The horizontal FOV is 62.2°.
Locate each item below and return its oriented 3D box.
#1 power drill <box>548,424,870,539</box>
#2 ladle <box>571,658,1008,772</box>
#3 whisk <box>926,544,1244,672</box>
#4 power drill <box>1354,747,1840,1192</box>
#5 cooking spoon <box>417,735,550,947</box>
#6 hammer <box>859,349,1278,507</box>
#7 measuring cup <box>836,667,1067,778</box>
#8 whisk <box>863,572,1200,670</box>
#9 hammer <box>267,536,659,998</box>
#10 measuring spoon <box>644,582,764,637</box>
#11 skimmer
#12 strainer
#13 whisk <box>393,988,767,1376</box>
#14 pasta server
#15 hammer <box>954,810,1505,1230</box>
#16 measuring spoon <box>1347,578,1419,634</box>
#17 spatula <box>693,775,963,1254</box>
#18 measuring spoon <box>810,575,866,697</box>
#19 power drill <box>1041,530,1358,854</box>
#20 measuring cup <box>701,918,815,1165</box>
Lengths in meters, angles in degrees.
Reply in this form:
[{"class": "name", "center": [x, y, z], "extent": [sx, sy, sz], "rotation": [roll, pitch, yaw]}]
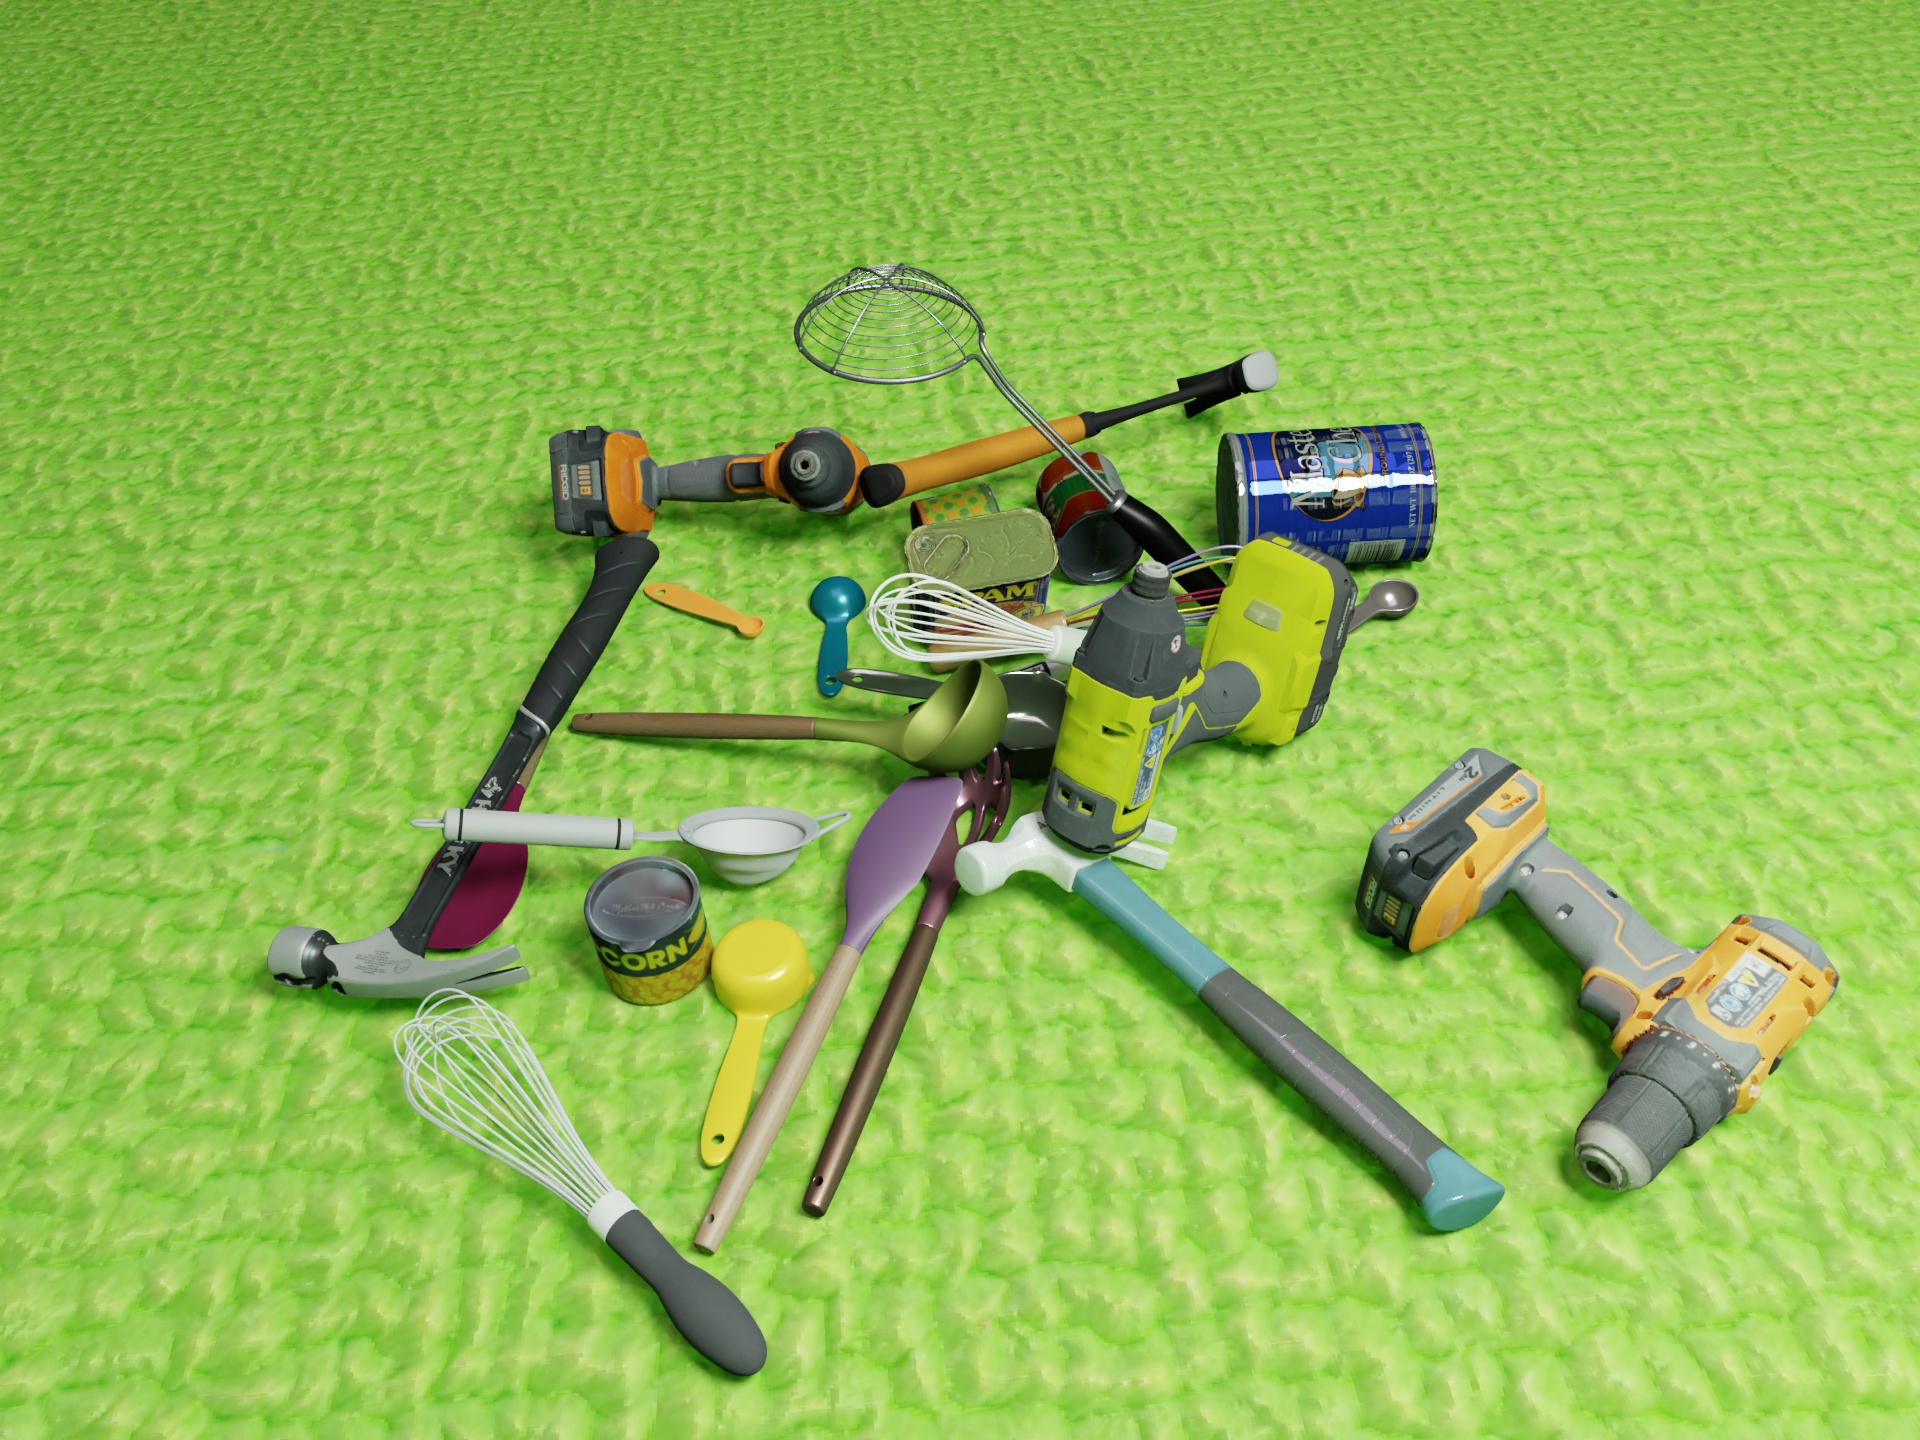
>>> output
[{"class": "power drill", "center": [-0.185, -0.182, 1.191], "extent": [0.226, 0.084, 0.164], "rotation": [-3, 5, 3]}, {"class": "ladle", "center": [-0.120, -0.004, 1.025], "extent": [0.320, 0.062, 0.078], "rotation": [1, 47, 22]}, {"class": "whisk", "center": [0.095, -0.069, 1.095], "extent": [0.245, 0.047, 0.051], "rotation": [-14, 86, 11]}, {"class": "power drill", "center": [0.324, 0.132, 0.858], "extent": [0.185, 0.084, 0.226], "rotation": [-35, 55, -27]}, {"class": "cooking spoon", "center": [-0.290, 0.028, 1.065], "extent": [0.069, 0.017, 0.319], "rotation": [-1, 43, 9]}, {"class": "hammer", "center": [0.076, -0.222, 1.224], "extent": [0.337, 0.034, 0.127], "rotation": [-20, 8, -21]}, {"class": "measuring cup", "center": [-0.002, -0.003, 1.049], "extent": [0.167, 0.038, 0.083], "rotation": [11, 42, 10]}, {"class": "whisk", "center": [0.053, -0.051, 1.047], "extent": [0.246, 0.059, 0.058], "rotation": [10, 70, -22]}, {"class": "hammer", "center": [-0.282, 0.013, 1.039], "extent": [0.149, 0.036, 0.409], "rotation": [5, 45, 14]}, {"class": "measuring spoon", "center": [-0.191, -0.082, 1.182], "extent": [0.117, 0.011, 0.021], "rotation": [21, 49, 30]}, {"class": "skimmer", "center": [0.047, -0.180, 1.106], "extent": [0.363, 0.090, 0.127], "rotation": [42, 44, -16]}, {"class": "strainer", "center": [-0.194, 0.070, 0.954], "extent": [0.258, 0.050, 0.087], "rotation": [5, 13, -18]}, {"class": "whisk", "center": [-0.197, 0.232, 0.812], "extent": [0.285, 0.070, 0.070], "rotation": [34, 55, 28]}, {"class": "pasta server", "center": [-0.031, 0.137, 0.911], "extent": [0.060, 0.040, 0.316], "rotation": [-2, 42, 25]}, {"class": "hammer", "center": [0.148, 0.153, 0.866], "extent": [0.128, 0.033, 0.331], "rotation": [-19, 46, -38]}, {"class": "measuring spoon", "center": [0.270, -0.063, 1.121], "extent": [0.124, 0.018, 0.034], "rotation": [-28, 48, -14]}, {"class": "spatula", "center": [-0.074, 0.150, 0.891], "extent": [0.060, 0.018, 0.316], "rotation": [-1, 46, 31]}, {"class": "measuring spoon", "center": [-0.091, -0.065, 1.143], "extent": [0.042, 0.021, 0.129], "rotation": [-3, 42, 2]}, {"class": "power drill", "center": [0.144, -0.032, 0.951], "extent": [0.080, 0.171, 0.223], "rotation": [30, 34, 31]}, {"class": "measuring cup", "center": [-0.122, 0.173, 0.883], "extent": [0.062, 0.029, 0.157], "rotation": [2, 41, 7]}]
